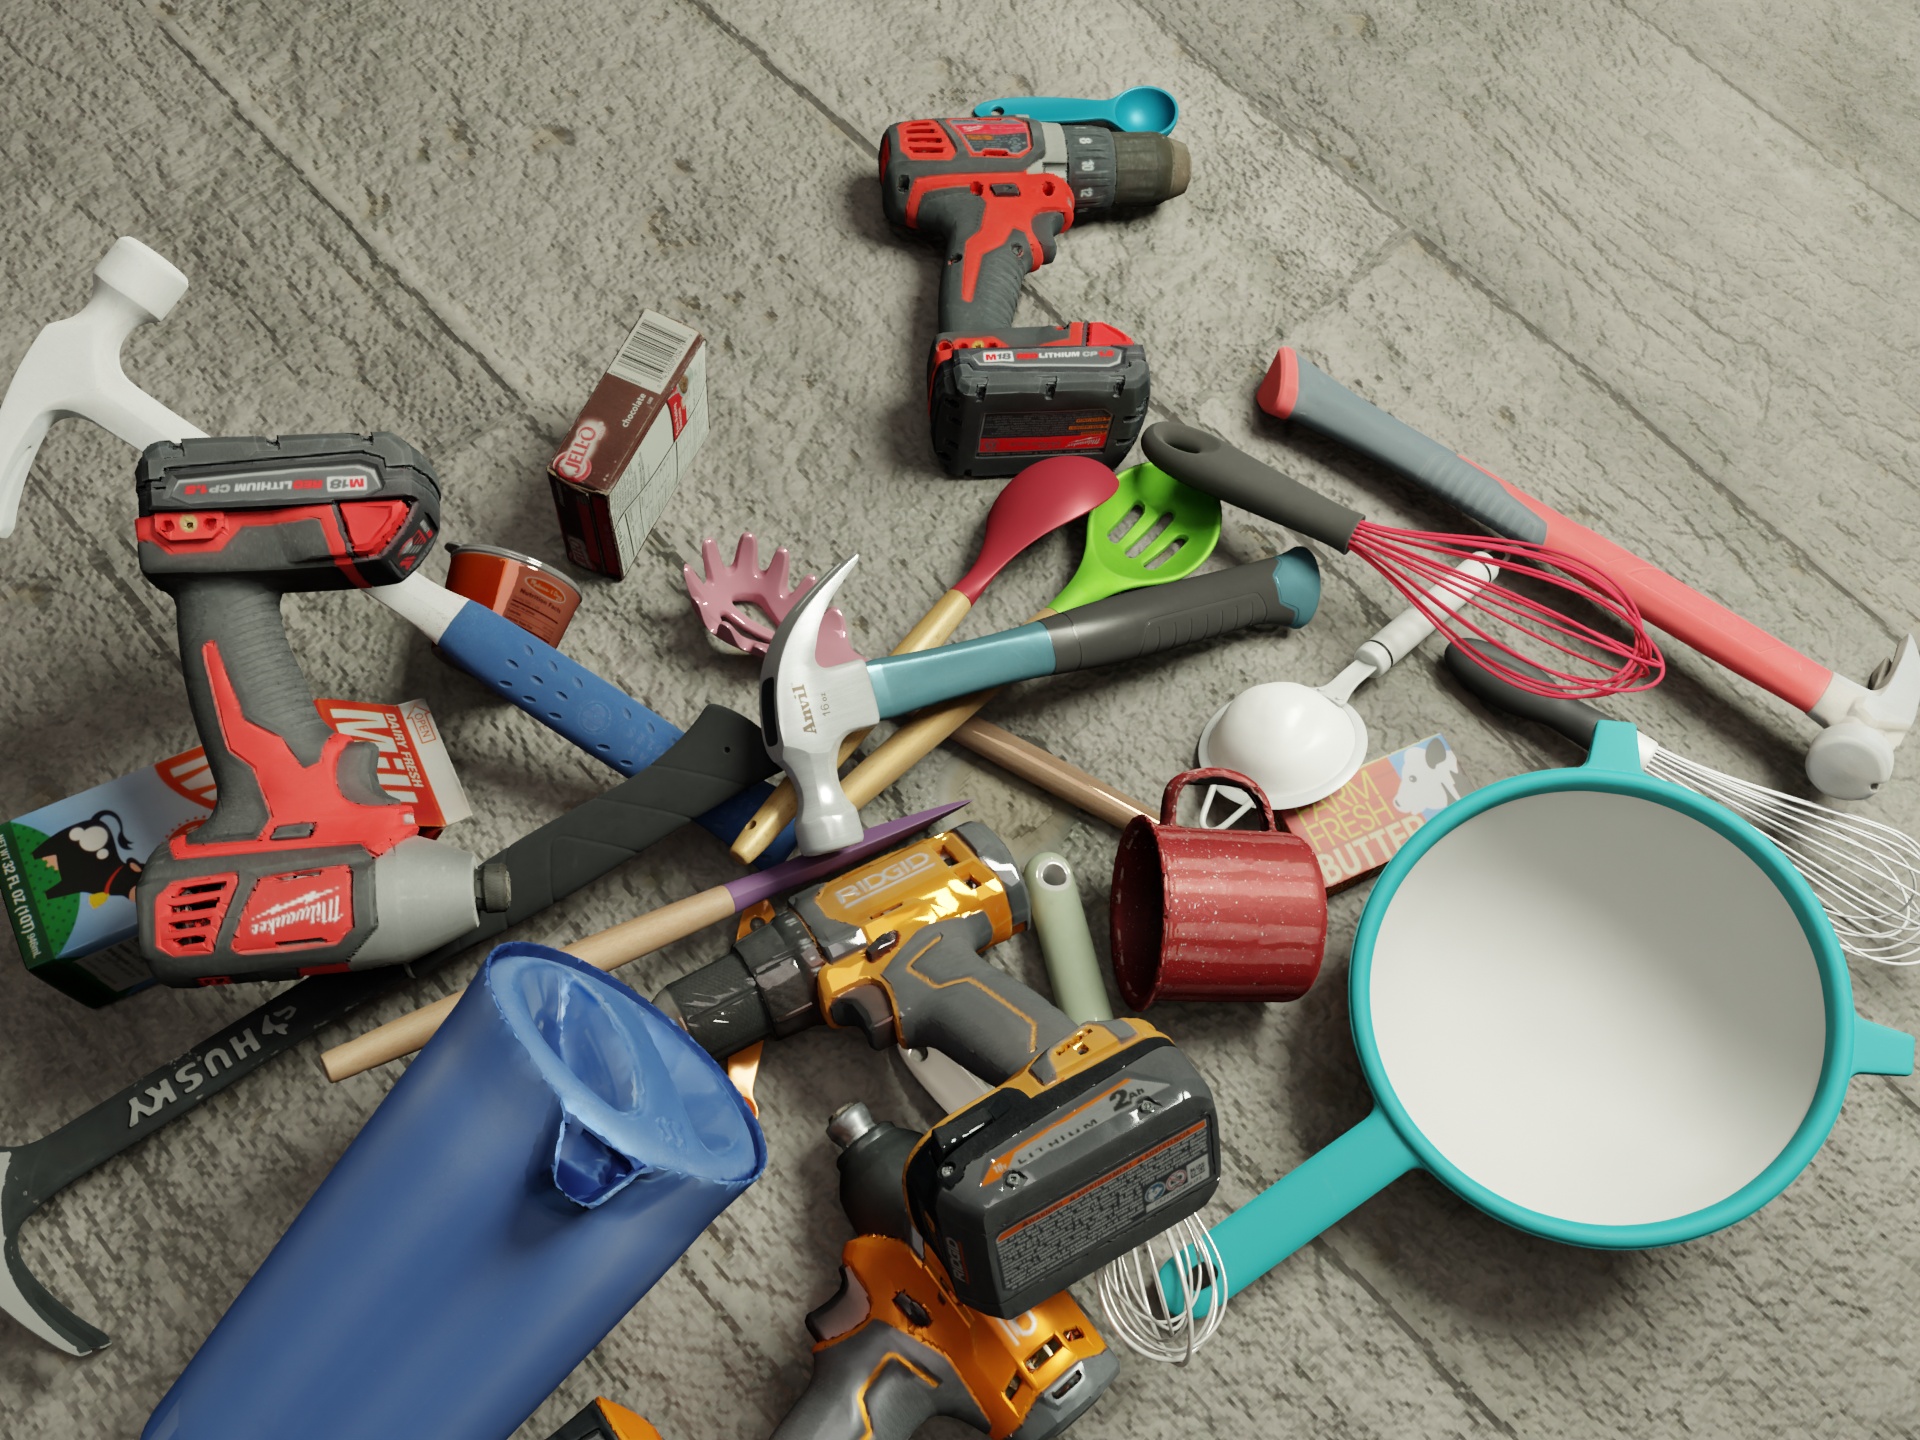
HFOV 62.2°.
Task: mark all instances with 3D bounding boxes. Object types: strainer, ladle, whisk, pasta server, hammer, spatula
[{"bbox_3d":[0.237,0.172,0.744,0.340,0.095,0.211,-36,71,2],"label":"strainer"},{"bbox_3d":[-0.015,-0.043,0.799,0.069,0.031,0.315,7,47,42],"label":"ladle"},{"bbox_3d":[0.067,0.170,0.734,0.057,0.059,0.247,-6,58,-14],"label":"whisk"},{"bbox_3d":[-0.001,-0.003,0.815,0.316,0.040,0.060,28,55,6],"label":"pasta server"},{"bbox_3d":[0.052,-0.037,0.791,0.331,0.033,0.128,-15,89,-30],"label":"hammer"},{"bbox_3d":[-0.250,-0.047,0.743,0.405,0.035,0.144,34,82,-11],"label":"hammer"},{"bbox_3d":[0.341,-0.104,0.885,0.386,0.038,0.143,35,44,15],"label":"hammer"},{"bbox_3d":[0.380,0.034,0.828,0.285,0.070,0.070,33,67,14],"label":"whisk"},{"bbox_3d":[-0.127,0.090,0.715,0.316,0.060,0.018,-21,89,-28],"label":"spatula"},{"bbox_3d":[0.224,-0.089,0.833,0.296,0.073,0.073,29,66,17],"label":"whisk"},{"bbox_3d":[-0.257,0.113,0.703,0.409,0.036,0.149,-31,82,-10],"label":"hammer"},{"bbox_3d":[0.213,-0.030,0.844,0.258,0.050,0.087,-36,45,-26],"label":"strainer"}]

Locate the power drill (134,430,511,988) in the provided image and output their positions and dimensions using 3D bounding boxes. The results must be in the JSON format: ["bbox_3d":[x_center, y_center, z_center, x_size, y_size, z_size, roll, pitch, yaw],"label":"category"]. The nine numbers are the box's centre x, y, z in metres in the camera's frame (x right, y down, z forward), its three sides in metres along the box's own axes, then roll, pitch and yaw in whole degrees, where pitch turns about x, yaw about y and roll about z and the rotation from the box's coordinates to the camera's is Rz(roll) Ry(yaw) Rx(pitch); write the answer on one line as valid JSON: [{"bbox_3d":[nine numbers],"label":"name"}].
[{"bbox_3d":[-0.267,-0.003,0.667,0.143,0.078,0.220,-4,85,-11],"label":"power drill"}]

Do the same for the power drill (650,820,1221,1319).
[{"bbox_3d":[-0.020,0.144,0.681,0.185,0.084,0.226,-23,37,-19],"label":"power drill"}]

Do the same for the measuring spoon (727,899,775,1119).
[{"bbox_3d":[-0.102,0.140,0.758,0.021,0.011,0.117,11,61,-15],"label":"measuring spoon"}]

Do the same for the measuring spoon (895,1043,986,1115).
[{"bbox_3d":[0.012,0.192,0.745,0.034,0.018,0.124,-38,68,-22],"label":"measuring spoon"}]

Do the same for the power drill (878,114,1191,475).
[{"bbox_3d":[0.055,-0.257,0.917,0.188,0.080,0.227,-4,63,-8],"label":"power drill"}]

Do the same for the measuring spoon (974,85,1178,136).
[{"bbox_3d":[0.073,-0.379,1.007,0.128,0.021,0.042,3,66,5],"label":"measuring spoon"}]

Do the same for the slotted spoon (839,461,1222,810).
[{"bbox_3d":[0.030,-0.039,0.817,0.070,0.031,0.314,41,60,13],"label":"slotted spoon"}]

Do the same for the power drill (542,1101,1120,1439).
[{"bbox_3d":[-0.067,0.277,0.663,0.226,0.084,0.164,-33,72,-22],"label":"power drill"}]
